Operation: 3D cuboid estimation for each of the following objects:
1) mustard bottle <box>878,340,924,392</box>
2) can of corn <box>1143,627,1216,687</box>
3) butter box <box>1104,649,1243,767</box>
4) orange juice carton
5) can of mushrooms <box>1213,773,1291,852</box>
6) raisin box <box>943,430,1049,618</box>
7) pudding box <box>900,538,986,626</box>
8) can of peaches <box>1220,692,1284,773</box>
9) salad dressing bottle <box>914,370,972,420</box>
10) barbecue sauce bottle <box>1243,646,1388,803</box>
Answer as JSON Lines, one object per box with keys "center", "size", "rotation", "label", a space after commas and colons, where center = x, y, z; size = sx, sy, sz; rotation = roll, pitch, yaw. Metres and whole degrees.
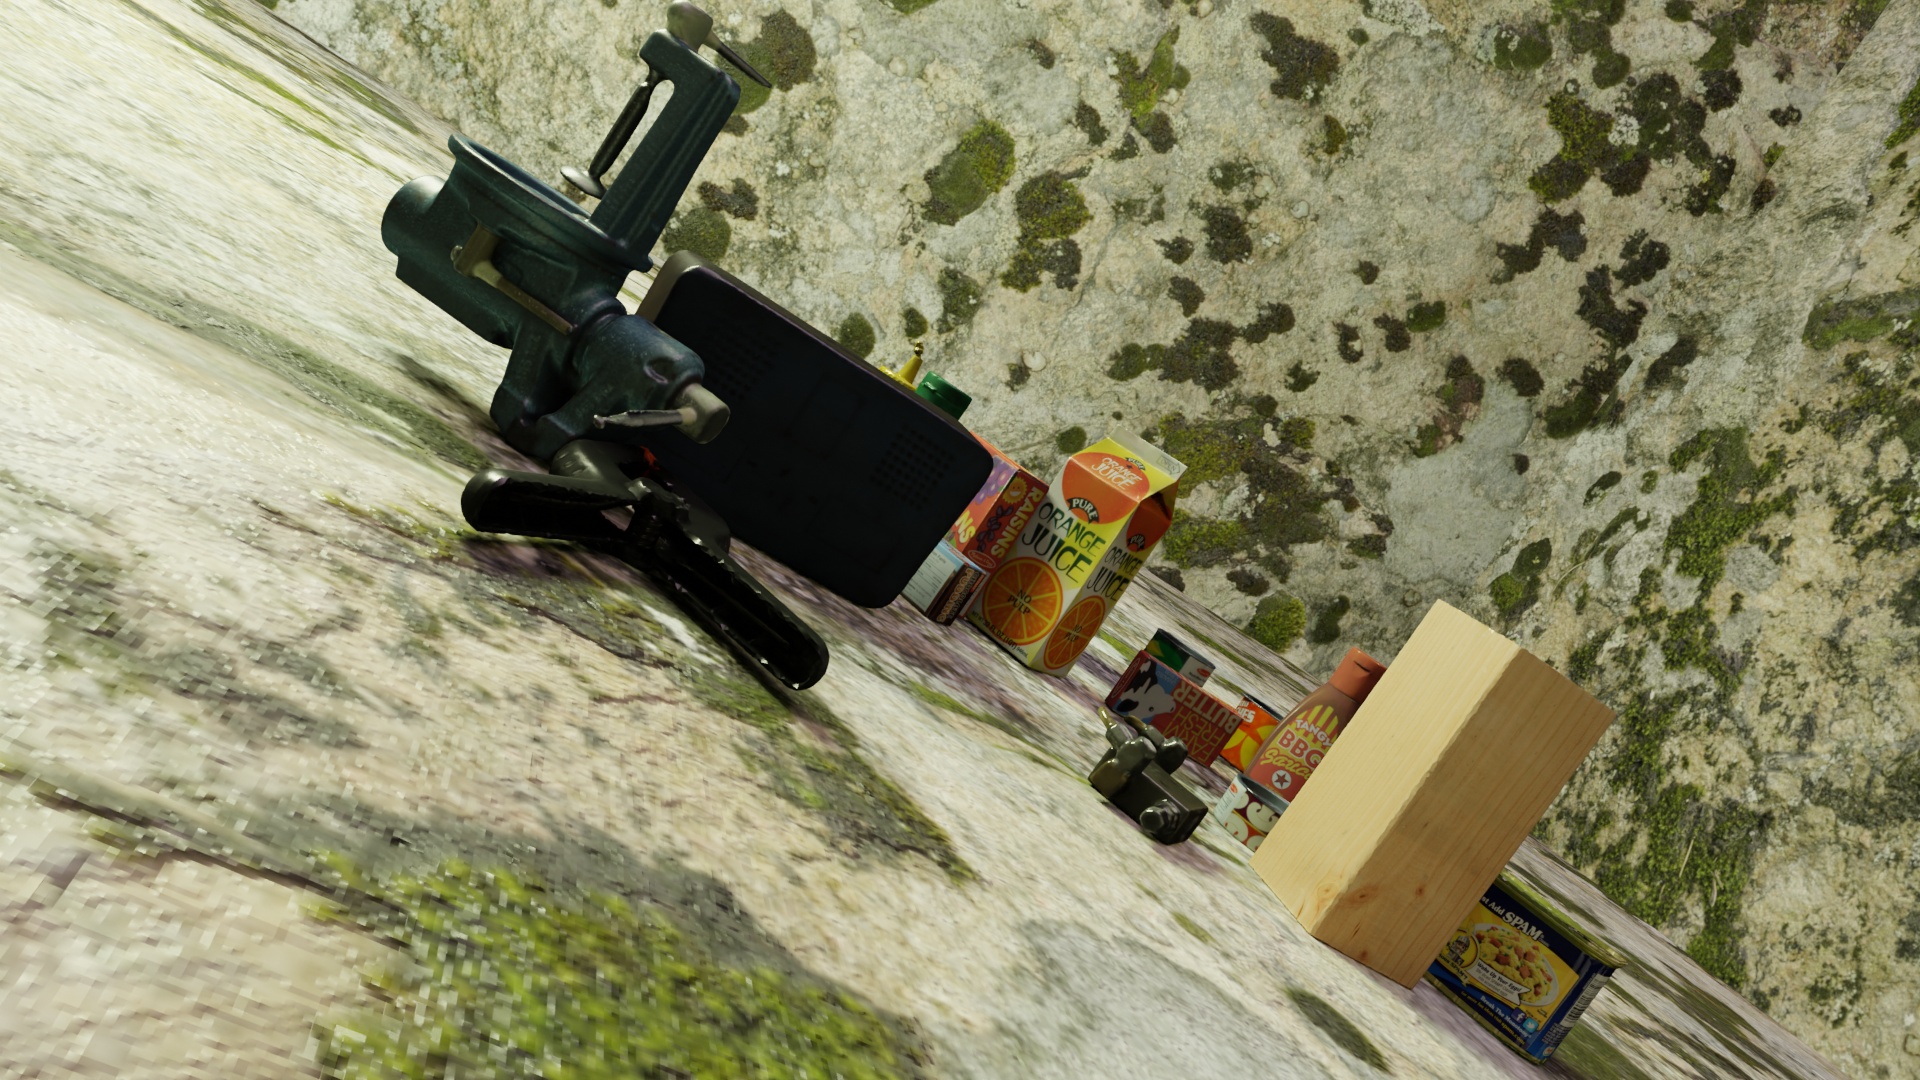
{"center": [-0.068, -0.076, 1.021], "size": [0.049, 0.160, 0.065], "rotation": [32, 6, -16], "label": "mustard bottle"}
{"center": [0.197, 0.124, 1.318], "size": [0.071, 0.058, 0.071], "rotation": [33, 6, -4], "label": "can of corn"}
{"center": [0.173, 0.136, 1.121], "size": [0.103, 0.053, 0.024], "rotation": [32, 6, -16], "label": "butter box"}
{"center": [0.095, 0.006, 1.076], "size": [0.072, 0.192, 0.073], "rotation": [37, 6, 30], "label": "orange juice carton"}
{"center": [0.211, 0.195, 0.955], "size": [0.071, 0.033, 0.071], "rotation": [33, 6, -4], "label": "can of mushrooms"}
{"center": [0.004, -0.014, 1.081], "size": [0.040, 0.123, 0.086], "rotation": [30, 7, -35], "label": "raisin box"}
{"center": [-0.027, 0.019, 1.013], "size": [0.084, 0.049, 0.030], "rotation": [38, 7, 39], "label": "pudding box"}
{"center": [0.267, 0.179, 1.253], "size": [0.071, 0.058, 0.071], "rotation": [33, 6, -4], "label": "can of peaches"}
{"center": [-0.047, -0.047, 0.961], "size": [0.064, 0.147, 0.044], "rotation": [38, 7, 35], "label": "salad dressing bottle"}
{"center": [0.305, 0.160, 1.174], "size": [0.065, 0.148, 0.043], "rotation": [36, 6, 25], "label": "barbecue sauce bottle"}
